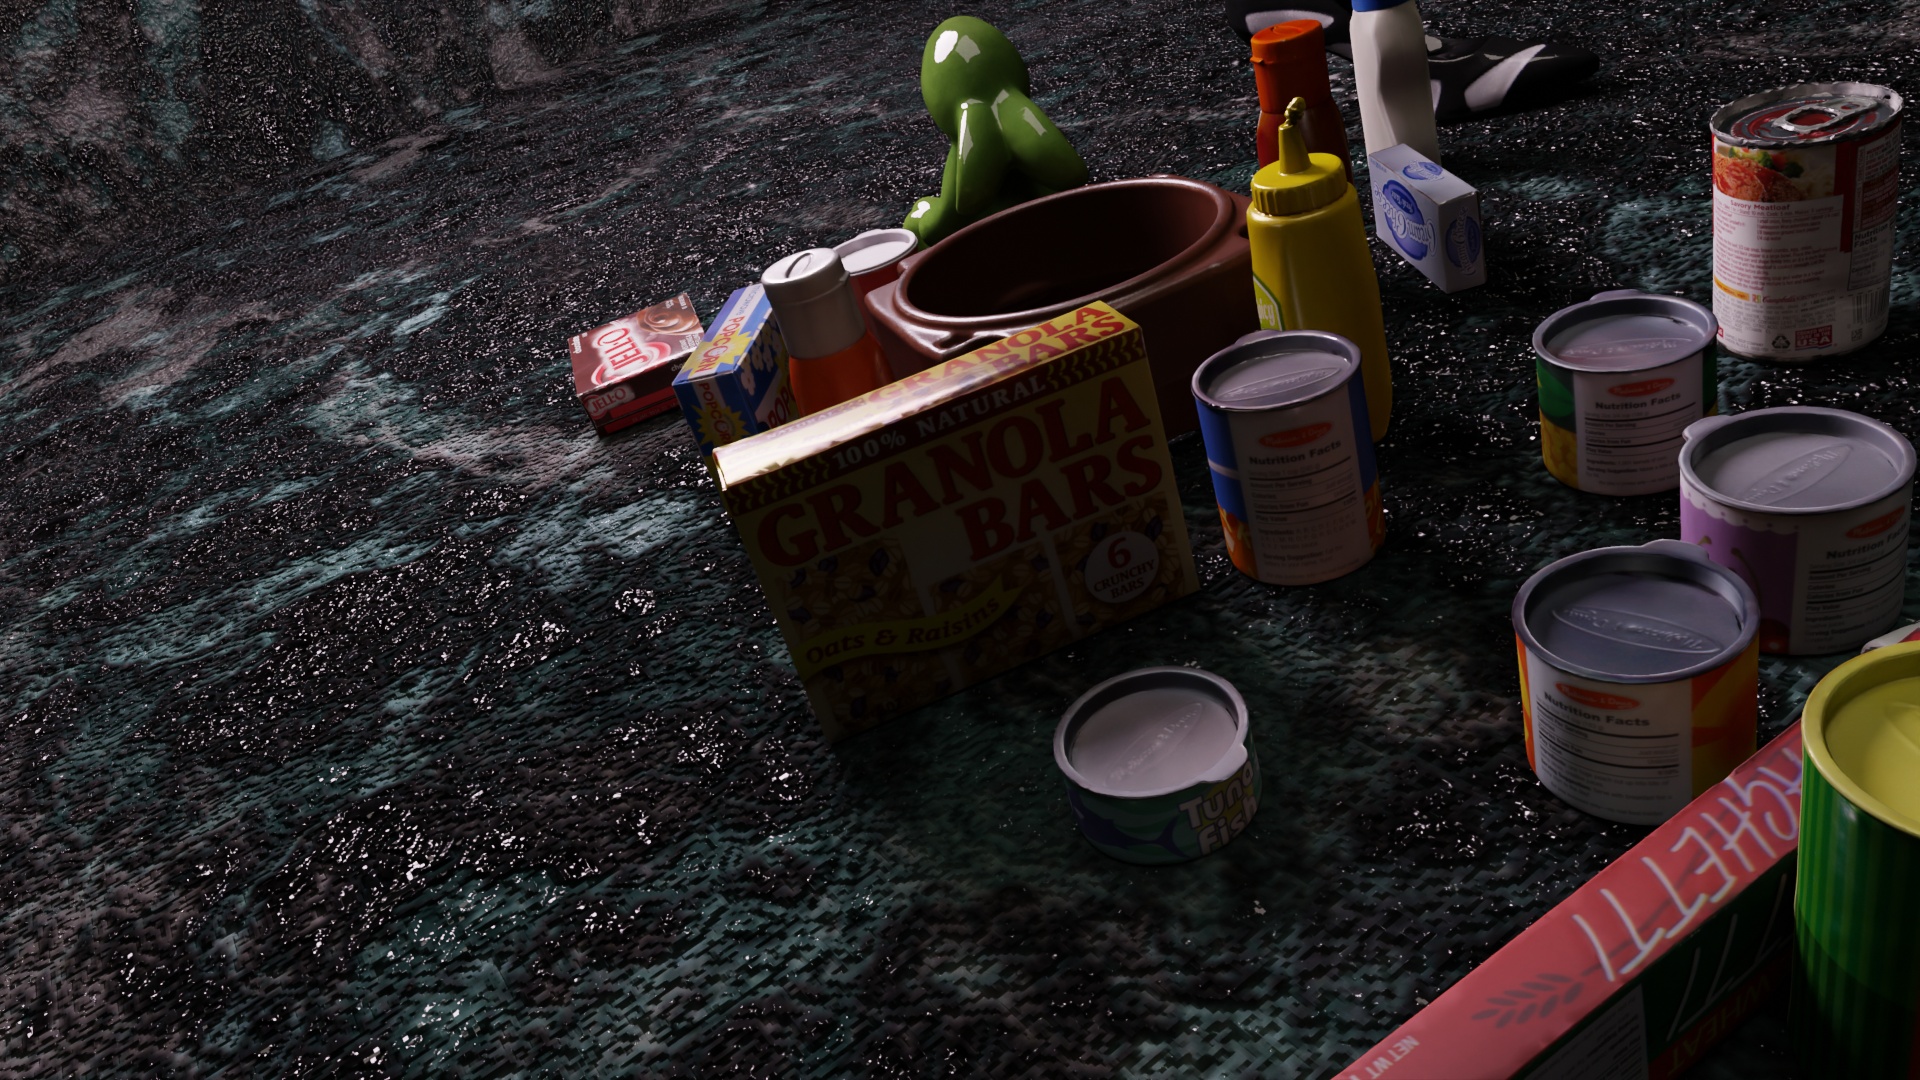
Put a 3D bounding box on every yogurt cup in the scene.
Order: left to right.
[{"bbox_3d":[-0.054,-0.167,0.914,0.072,0.053,0.073,-13,30,8],"label":"yogurt cup"}]

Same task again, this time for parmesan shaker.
[{"bbox_3d":[0.225,0.081,0.306,0.071,0.102,0.071,-13,30,8],"label":"parmesan shaker"}]

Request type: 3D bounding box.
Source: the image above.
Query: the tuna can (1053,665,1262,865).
[{"bbox_3d":[0.069,0.076,0.468,0.071,0.032,0.071,-13,30,8],"label":"tuna can"}]

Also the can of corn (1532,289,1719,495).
[{"bbox_3d":[0.269,-0.060,0.561,0.071,0.058,0.071,-13,30,8],"label":"can of corn"}]

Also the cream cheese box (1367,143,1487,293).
[{"bbox_3d":[0.258,-0.180,0.770,0.024,0.053,0.104,-17,30,3],"label":"cream cheese box"}]

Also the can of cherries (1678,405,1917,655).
[{"bbox_3d":[0.276,-0.005,0.465,0.071,0.058,0.072,-13,30,8],"label":"can of cherries"}]

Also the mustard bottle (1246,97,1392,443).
[{"bbox_3d":[0.155,-0.117,0.614,0.049,0.159,0.065,-17,30,1],"label":"mustard bottle"}]

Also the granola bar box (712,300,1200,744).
[{"bbox_3d":[0.002,-0.007,0.549,0.166,0.123,0.039,-22,30,-7],"label":"granola bar box"}]

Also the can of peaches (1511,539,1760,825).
[{"bbox_3d":[0.207,0.042,0.424,0.071,0.057,0.071,-13,30,8],"label":"can of peaches"}]

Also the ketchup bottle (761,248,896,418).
[{"bbox_3d":[-0.049,-0.059,0.638,0.043,0.148,0.065,-8,31,16],"label":"ketchup bottle"}]

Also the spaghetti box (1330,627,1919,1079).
[{"bbox_3d":[0.178,0.102,0.348,0.251,0.050,0.029,-29,31,-18],"label":"spaghetti box"}]

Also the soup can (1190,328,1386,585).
[{"bbox_3d":[0.134,-0.035,0.566,0.071,0.083,0.072,-13,30,8],"label":"soup can"}]

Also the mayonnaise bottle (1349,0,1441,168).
[{"bbox_3d":[0.269,-0.299,0.867,0.041,0.147,0.065,-16,30,4],"label":"mayonnaise bottle"}]

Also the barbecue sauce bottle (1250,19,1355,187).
[{"bbox_3d":[0.186,-0.200,0.748,0.044,0.148,0.065,-21,30,-5],"label":"barbecue sauce bottle"}]

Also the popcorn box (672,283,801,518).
[{"bbox_3d":[-0.111,-0.082,0.772,0.038,0.085,0.127,-10,31,15],"label":"popcorn box"}]
